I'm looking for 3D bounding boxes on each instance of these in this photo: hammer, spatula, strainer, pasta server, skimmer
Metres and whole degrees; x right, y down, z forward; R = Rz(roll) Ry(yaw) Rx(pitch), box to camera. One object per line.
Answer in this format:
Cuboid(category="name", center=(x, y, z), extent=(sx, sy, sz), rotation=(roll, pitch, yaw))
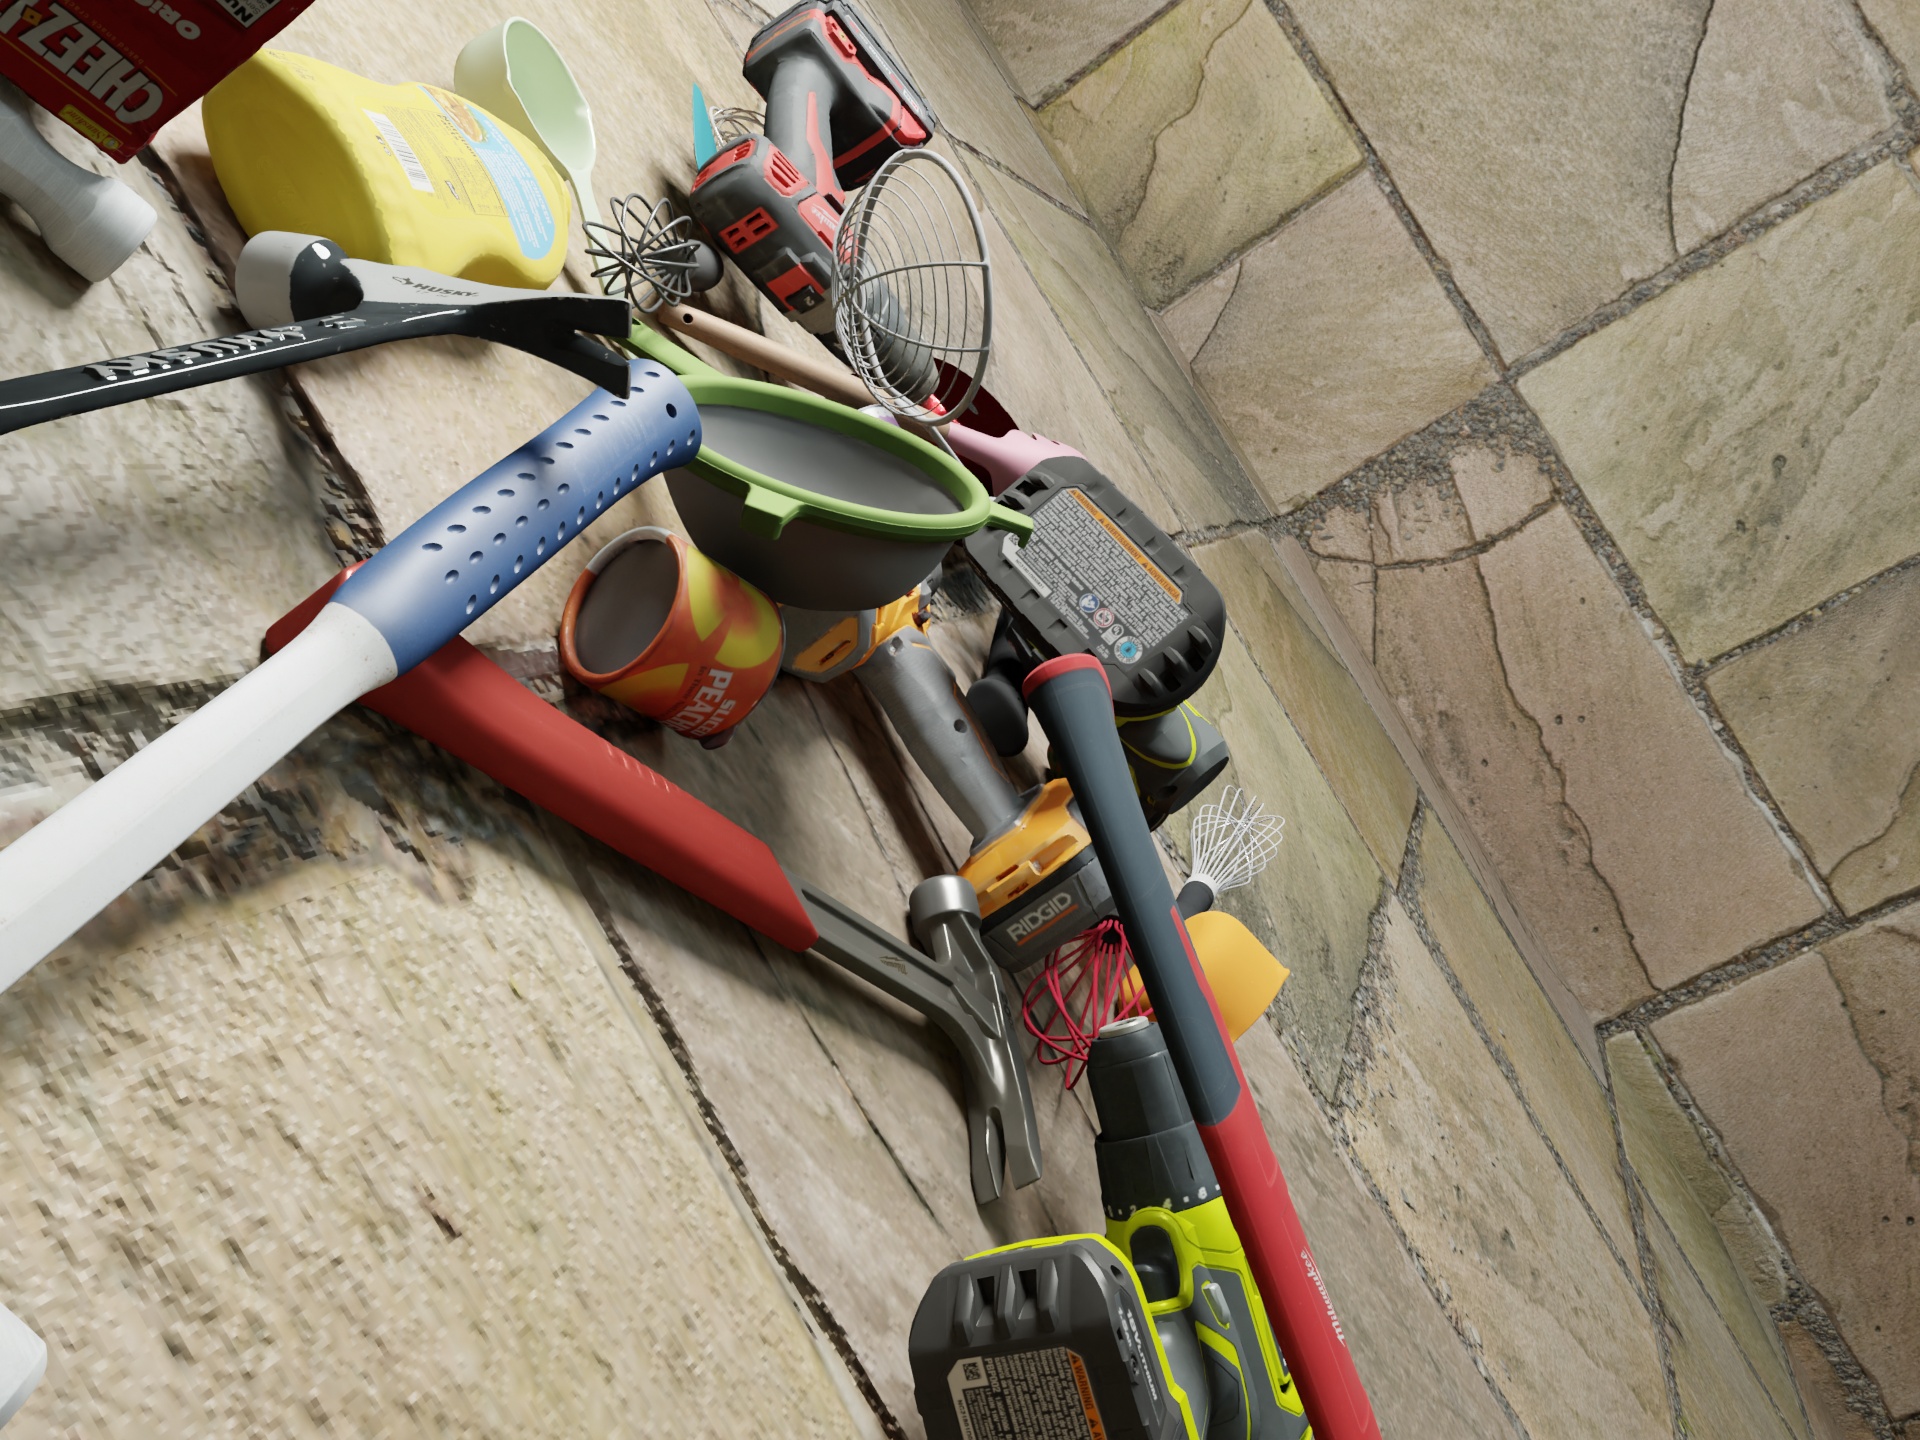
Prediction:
Cuboid(category="hammer", center=(-0.088, 0.058, 0.577), extent=(0.358, 0.036, 0.149), rotation=(39, 27, -43))
Cuboid(category="hammer", center=(0.043, -0.065, 1.061), extent=(0.146, 0.035, 0.335), rotation=(51, 22, -18))
Cuboid(category="spatula", center=(-0.087, -0.277, 1.048), extent=(0.317, 0.044, 0.082), rotation=(38, 35, -46))
Cuboid(category="hammer", center=(-0.167, -0.021, 0.416), extent=(0.144, 0.035, 0.406), rotation=(55, 29, -17))
Cuboid(category="strainer", center=(-0.101, -0.112, 0.702), extent=(0.151, 0.069, 0.257), rotation=(-4, 32, -44))
Cuboid(category="hammer", center=(-0.223, -0.068, 0.363), extent=(0.409, 0.149, 0.036), rotation=(-52, 150, -62))
Cuboid(category="hammer", center=(-0.310, -0.282, 0.555), extent=(0.128, 0.033, 0.331), rotation=(43, 25, -38))
Cuboid(category="hammer", center=(0.094, 0.144, 0.608), extent=(0.143, 0.038, 0.387), rotation=(25, 41, -61))
Cuboid(category="pasta server", center=(-0.036, -0.178, 0.934), extent=(0.316, 0.040, 0.060), rotation=(17, 86, -33))
Cuboid(category="skimmer", center=(0.023, -0.158, 0.875), extent=(0.127, 0.090, 0.363), rotation=(59, 6, 29))

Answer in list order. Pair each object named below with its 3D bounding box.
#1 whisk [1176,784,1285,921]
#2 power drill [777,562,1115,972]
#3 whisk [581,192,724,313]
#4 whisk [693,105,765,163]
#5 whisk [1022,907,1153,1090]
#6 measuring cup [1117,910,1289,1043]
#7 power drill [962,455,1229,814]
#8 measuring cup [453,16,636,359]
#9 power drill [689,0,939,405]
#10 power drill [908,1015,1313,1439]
Cuboid(category="whisk", center=(0.170, 0.106, 1.088), extent=(0.070, 0.070, 0.284), rotation=(58, 24, 0))
Cuboid(category="power drill", center=(-0.001, -0.003, 0.811), extent=(0.226, 0.084, 0.185), rotation=(53, 19, -2))
Cuboid(category="whisk", center=(-0.148, -0.235, 0.812), extent=(0.055, 0.055, 0.239), rotation=(54, 8, -12))
Cuboid(category="whisk", center=(-0.097, -0.323, 1.089), extent=(0.246, 0.058, 0.059), rotation=(43, 26, -46))
Cuboid(category="whisk", center=(0.079, 0.121, 0.848), extent=(0.073, 0.073, 0.296), rotation=(56, 15, -5))
Cuboid(category="measuring cup", center=(0.116, 0.158, 0.838), extent=(0.052, 0.095, 0.174), rotation=(49, 24, -1))
Cuboid(category="power drill", center=(0.070, -0.044, 0.849), extent=(0.171, 0.080, 0.223), rotation=(48, -5, 16))
Cuboid(category="measuring cup", center=(-0.201, -0.255, 0.781), extent=(0.083, 0.038, 0.167), rotation=(-45, 119, -71))
Cuboid(category="power drill", center=(-0.071, -0.314, 0.969), extent=(0.187, 0.080, 0.227), rotation=(43, 38, -37))
Cuboid(category="power drill", center=(0.066, 0.223, 0.602), extent=(0.228, 0.080, 0.190), rotation=(-3, 76, -68))
